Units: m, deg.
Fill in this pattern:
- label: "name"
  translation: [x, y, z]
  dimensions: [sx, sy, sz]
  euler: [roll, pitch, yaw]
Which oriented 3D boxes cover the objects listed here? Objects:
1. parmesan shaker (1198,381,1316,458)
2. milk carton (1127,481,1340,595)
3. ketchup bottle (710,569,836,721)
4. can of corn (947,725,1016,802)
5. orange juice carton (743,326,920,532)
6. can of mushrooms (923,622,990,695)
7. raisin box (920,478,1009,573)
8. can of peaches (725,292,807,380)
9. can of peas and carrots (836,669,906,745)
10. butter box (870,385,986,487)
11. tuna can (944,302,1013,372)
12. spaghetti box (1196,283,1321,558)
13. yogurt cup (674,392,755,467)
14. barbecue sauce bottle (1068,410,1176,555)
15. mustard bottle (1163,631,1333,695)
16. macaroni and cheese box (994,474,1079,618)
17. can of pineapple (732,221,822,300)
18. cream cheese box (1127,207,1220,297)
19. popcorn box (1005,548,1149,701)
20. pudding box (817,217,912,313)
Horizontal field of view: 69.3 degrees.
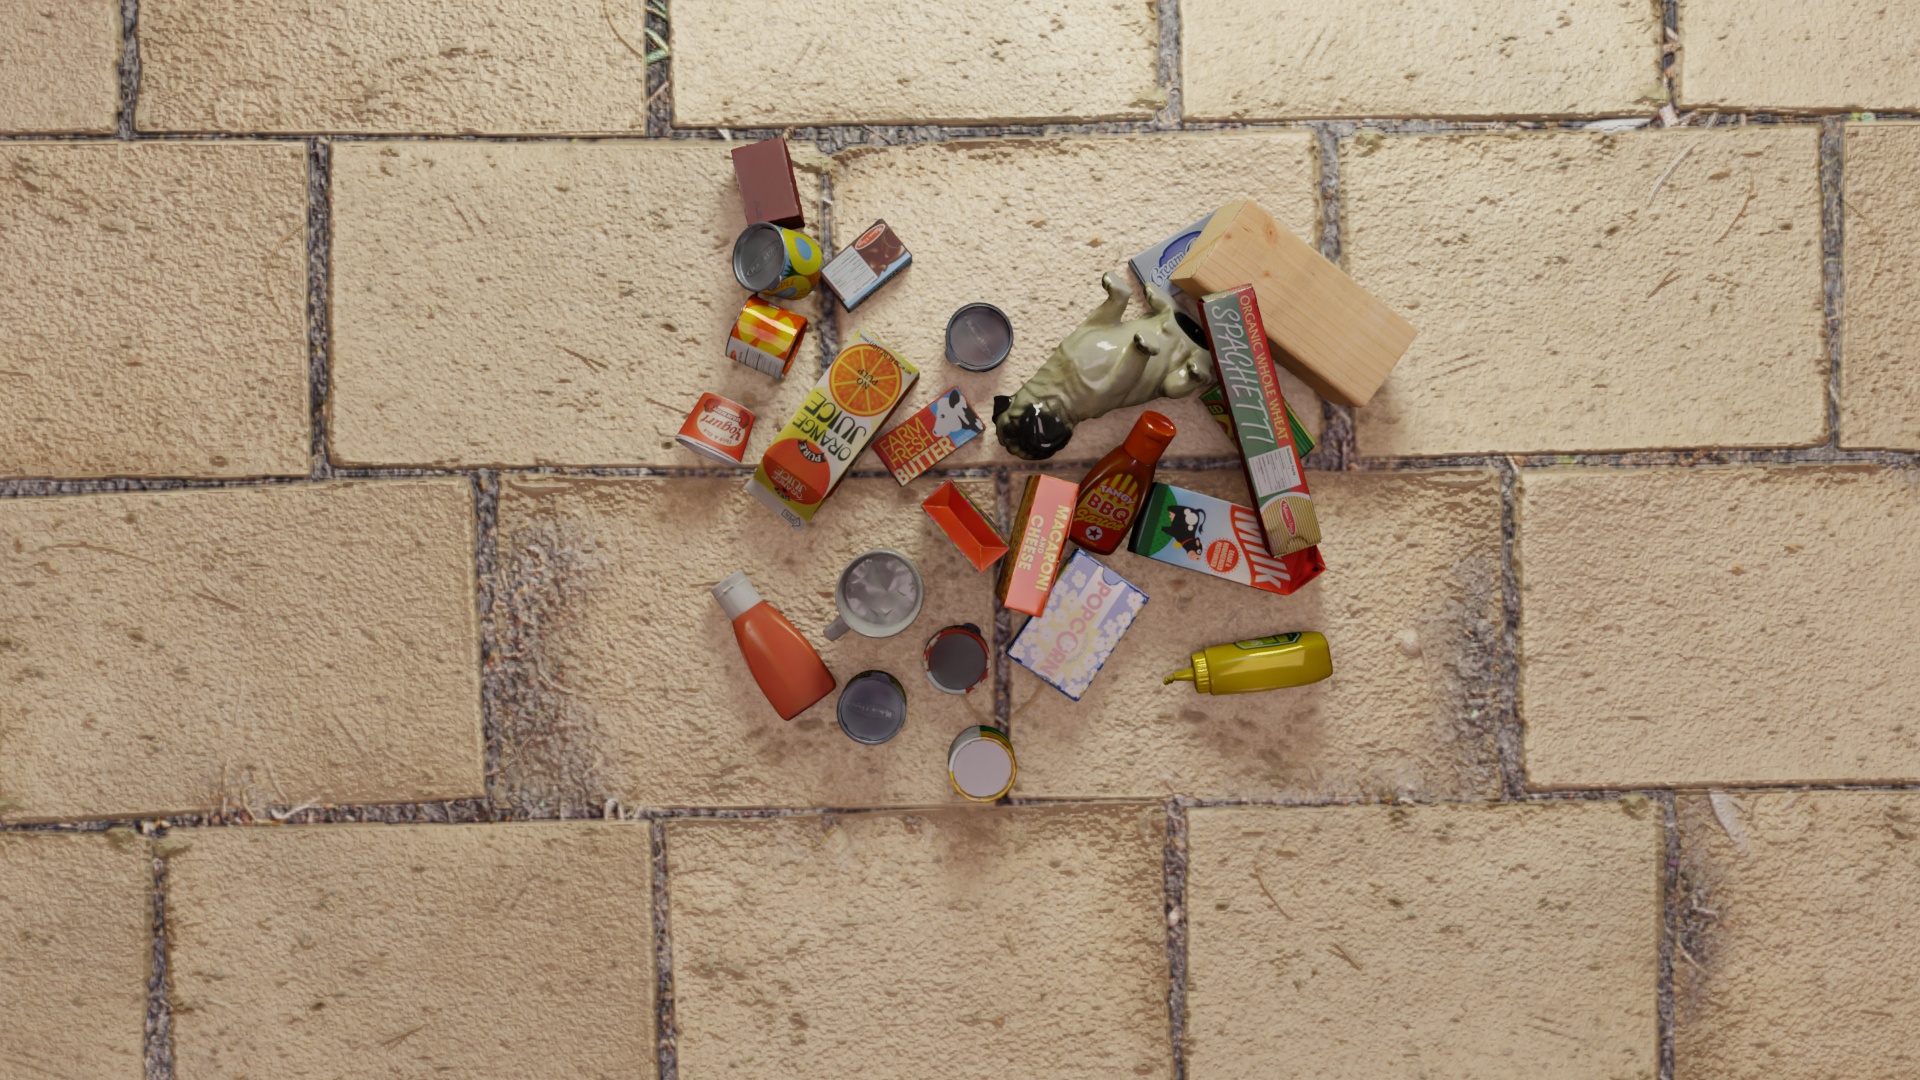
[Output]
- label: "parmesan shaker"
  translation: [0.287, -0.116, 1.338]
  dimensions: [0.071, 0.071, 0.103]
  euler: [-37, 92, 0]
- label: "milk carton"
  translation: [0.265, 0.003, 1.340]
  dimensions: [0.191, 0.072, 0.073]
  euler: [16, 91, -2]
- label: "ketchup bottle"
  translation: [-0.186, 0.099, 1.348]
  dimensions: [0.065, 0.043, 0.149]
  euler: [-35, 91, -1]
- label: "can of corn"
  translation: [0.023, 0.218, 1.346]
  dimensions: [0.071, 0.058, 0.071]
  euler: [0, 92, -1]
- label: "orange juice carton"
  translation: [-0.124, -0.105, 1.330]
  dimensions: [0.072, 0.073, 0.192]
  euler: [37, 91, -2]
- label: "can of mushrooms"
  translation: [-0.002, 0.115, 1.357]
  dimensions: [0.071, 0.033, 0.071]
  euler: [0, 91, 0]
- label: "raisin box"
  translation: [0.005, -0.016, 1.309]
  dimensions: [0.040, 0.123, 0.086]
  euler: [-42, 92, 2]
- label: "can of peaches"
  translation: [-0.184, -0.196, 1.331]
  dimensions: [0.058, 0.071, 0.071]
  euler: [25, 91, -2]
- label: "can of peas and carrots"
  translation: [-0.085, 0.158, 1.343]
  dimensions: [0.071, 0.059, 0.071]
  euler: [0, 91, -1]
- label: "butter box"
  translation: [-0.031, -0.101, 1.356]
  dimensions: [0.103, 0.024, 0.053]
  euler: [-35, 92, 0]
- label: "tuna can"
  translation: [0.016, -0.195, 1.351]
  dimensions: [0.071, 0.033, 0.071]
  euler: [0, 91, -1]
- label: "spaghetti box"
  translation: [0.273, -0.109, 1.266]
  dimensions: [0.050, 0.029, 0.249]
  euler: [-18, 101, 0]
- label: "yogurt cup"
  translation: [-0.232, -0.107, 1.334]
  dimensions: [0.072, 0.072, 0.054]
  euler: [24, 83, -1]
- label: "barbecue sauce bottle"
  translation: [0.152, -0.056, 1.316]
  dimensions: [0.065, 0.044, 0.147]
  euler: [26, 123, -6]
- label: "mustard bottle"
  translation: [0.276, 0.122, 1.348]
  dimensions: [0.160, 0.065, 0.048]
  euler: [-9, 96, 3]
- label: "macaroni and cheese box"
  translation: [0.070, 0.002, 1.289]
  dimensions: [0.040, 0.166, 0.123]
  euler: [16, 92, -2]
- label: "can of pineapple"
  translation: [-0.173, -0.263, 1.321]
  dimensions: [0.071, 0.058, 0.071]
  euler: [0, 89, 33]
- label: "cream cheese box"
  translation: [0.221, -0.276, 1.357]
  dimensions: [0.104, 0.024, 0.053]
  euler: [-30, 91, 0]
- label: "popcorn box"
  translation: [0.113, 0.082, 1.356]
  dimensions: [0.085, 0.038, 0.126]
  euler: [34, 91, 0]
- label: "pudding box"
  translation: [-0.092, -0.266, 1.349]
  dimensions: [0.084, 0.030, 0.049]
  euler: [-40, 91, 0]
